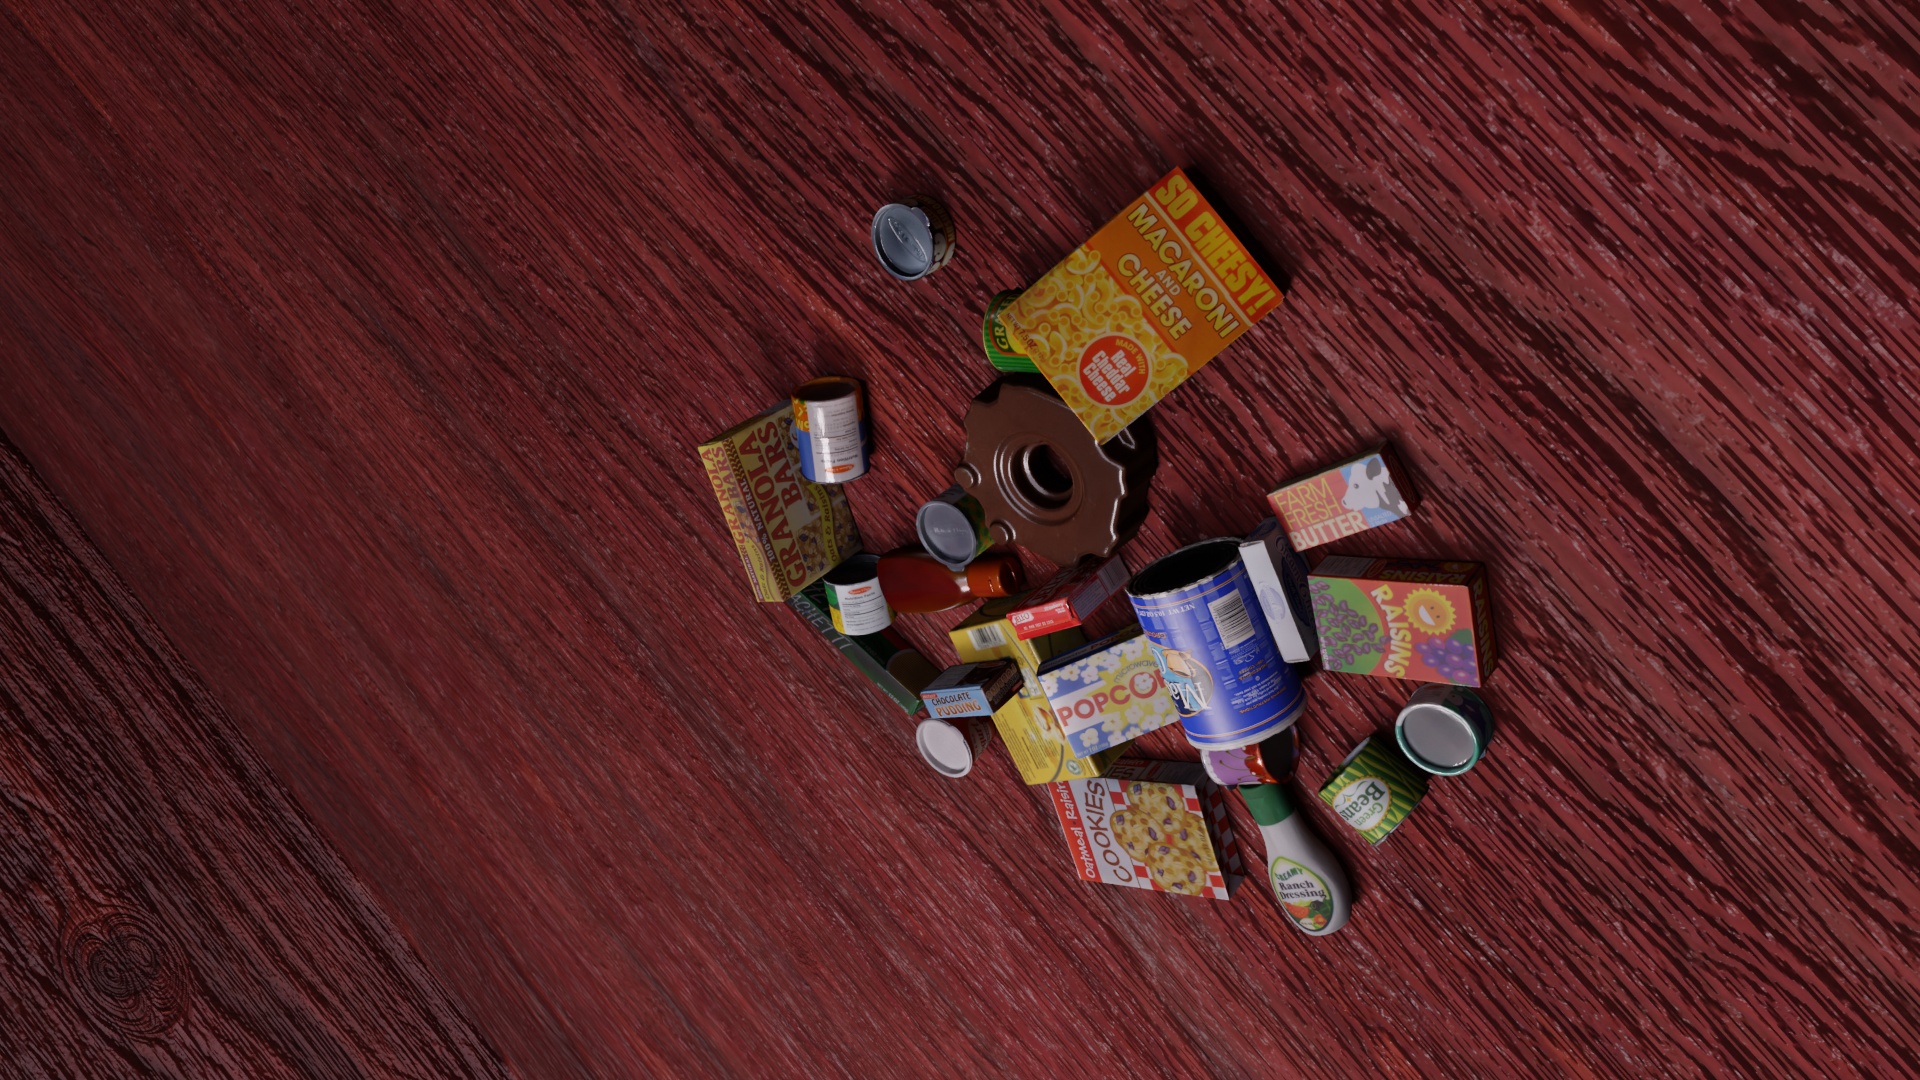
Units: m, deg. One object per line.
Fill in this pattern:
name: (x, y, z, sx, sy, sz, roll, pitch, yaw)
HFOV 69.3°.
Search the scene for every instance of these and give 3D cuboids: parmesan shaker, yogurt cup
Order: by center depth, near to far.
parmesan shaker: (0.079, -0.167, 1.093, 0.103, 0.072, 0.071, 8, 120, 37)
yogurt cup: (-0.002, 0.195, 1.391, 0.072, 0.054, 0.072, 21, 127, 30)

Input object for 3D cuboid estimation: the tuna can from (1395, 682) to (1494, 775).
tuna can: (0.370, 0.146, 1.058, 0.071, 0.033, 0.070, 21, 127, 31)

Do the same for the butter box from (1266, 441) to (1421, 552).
butter box: (0.283, -0.031, 1.031, 0.103, 0.024, 0.053, -24, 98, 45)

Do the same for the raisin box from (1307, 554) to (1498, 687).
raisin box: (0.329, 0.059, 1.036, 0.123, 0.040, 0.085, 3, 116, 41)

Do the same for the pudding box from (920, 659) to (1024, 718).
pudding box: (0.010, 0.134, 1.247, 0.083, 0.050, 0.030, -12, 109, 46)

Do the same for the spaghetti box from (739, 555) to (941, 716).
spaghetti box: (-0.122, 0.080, 1.425, 0.250, 0.050, 0.028, 41, 133, 14)

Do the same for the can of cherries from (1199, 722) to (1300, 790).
can of cherries: (0.243, 0.173, 1.159, 0.058, 0.072, 0.071, -12, 107, 43)

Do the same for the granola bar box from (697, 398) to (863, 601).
granola bar box: (-0.171, -0.041, 1.339, 0.039, 0.125, 0.165, -4, 112, 40)

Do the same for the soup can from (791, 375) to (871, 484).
soup can: (-0.122, -0.105, 1.302, 0.071, 0.072, 0.083, 15, 124, 33)

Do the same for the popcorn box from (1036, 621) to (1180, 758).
popcorn box: (0.140, 0.124, 1.193, 0.126, 0.038, 0.085, -23, 100, 11)

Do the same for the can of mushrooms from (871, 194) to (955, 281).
can of mushrooms: (-0.038, -0.255, 1.160, 0.071, 0.033, 0.070, 21, 127, 31)

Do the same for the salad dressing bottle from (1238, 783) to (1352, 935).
salad dressing bottle: (0.286, 0.267, 1.196, 0.064, 0.044, 0.147, -19, 102, 44)

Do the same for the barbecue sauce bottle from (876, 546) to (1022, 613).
barbecue sauce bottle: (-0.010, 0.036, 1.308, 0.148, 0.044, 0.064, -3, 113, 41)

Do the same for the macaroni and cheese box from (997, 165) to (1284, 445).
macaroni and cheese box: (0.130, -0.169, 1.008, 0.166, 0.040, 0.123, -39, 88, 14)

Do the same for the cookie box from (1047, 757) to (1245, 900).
cookie box: (0.170, 0.265, 1.298, 0.167, 0.040, 0.122, -4, 112, 41)

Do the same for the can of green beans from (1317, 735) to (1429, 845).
can of green beans: (0.327, 0.198, 1.103, 0.058, 0.071, 0.071, 43, 135, 12)

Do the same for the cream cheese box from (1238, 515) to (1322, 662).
cream cheese box: (0.253, 0.037, 1.076, 0.024, 0.053, 0.103, -14, 106, 41)

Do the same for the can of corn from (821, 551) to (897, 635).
can of corn: (-0.099, 0.052, 1.380, 0.071, 0.071, 0.058, 10, 122, 36)

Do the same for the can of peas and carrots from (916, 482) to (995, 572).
can of peas and carrots: (0.004, -0.016, 1.252, 0.071, 0.059, 0.070, 21, 128, 30)
